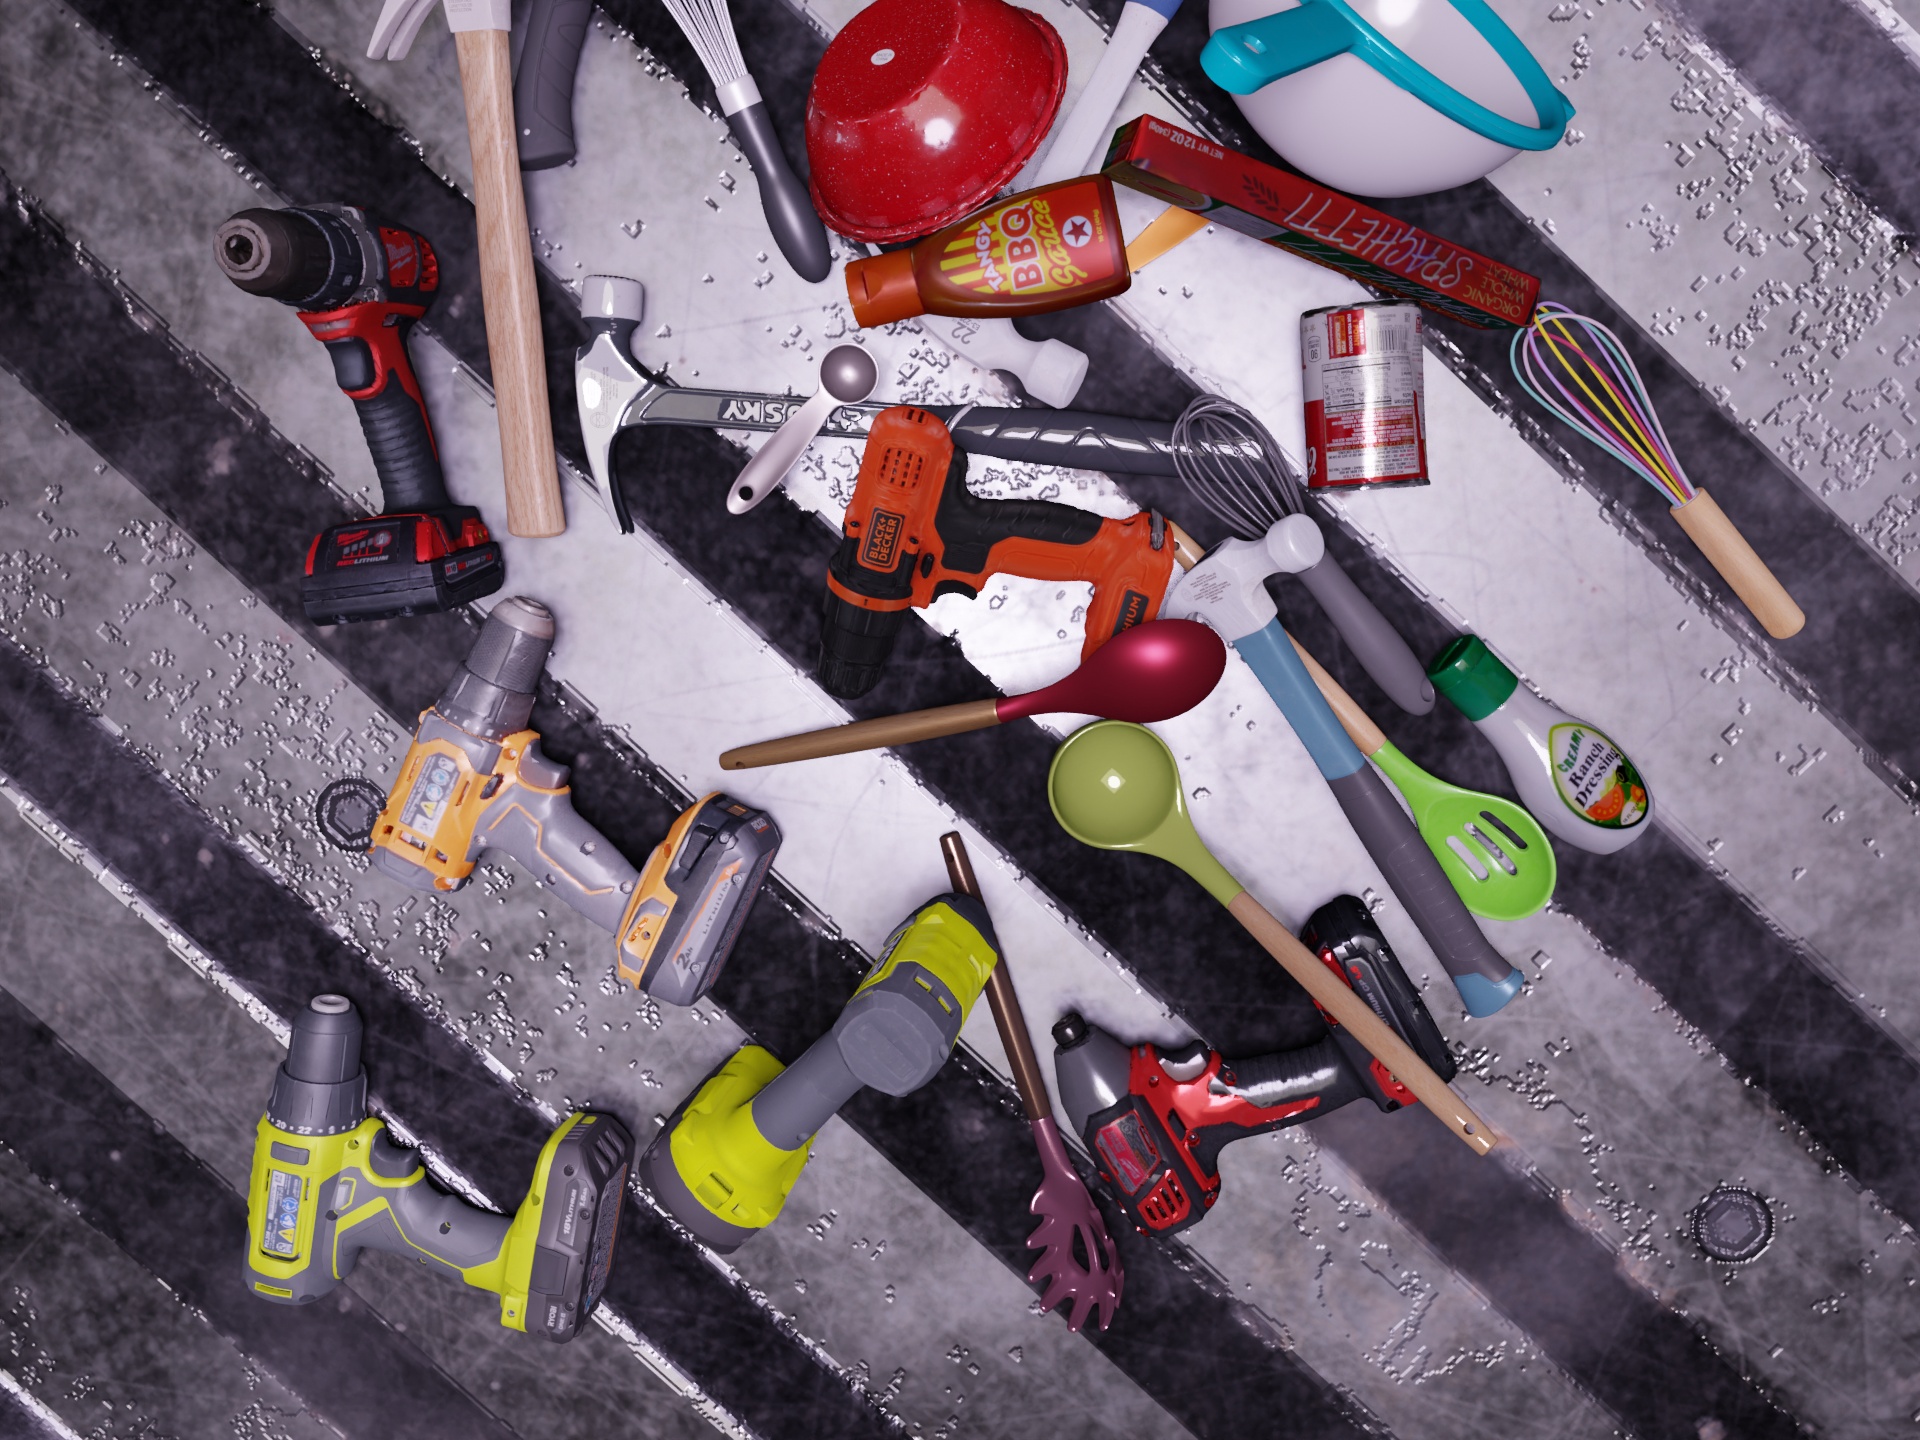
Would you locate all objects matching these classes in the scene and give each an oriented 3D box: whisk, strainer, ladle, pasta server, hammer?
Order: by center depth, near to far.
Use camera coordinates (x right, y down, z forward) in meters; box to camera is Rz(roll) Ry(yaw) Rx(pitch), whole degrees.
[{"bbox_3d":[0.172,-0.313,0.782,0.211,0.340,0.095,45,131,4],"label":"strainer"},{"bbox_3d":[-0.137,-0.377,0.878,0.070,0.070,0.284,-22,110,6],"label":"whisk"},{"bbox_3d":[0.092,-0.384,0.878,0.144,0.035,0.405,30,95,8],"label":"hammer"},{"bbox_3d":[0.169,0.117,0.884,0.078,0.062,0.320,-49,65,9],"label":"ladle"},{"bbox_3d":[-0.213,-0.479,0.898,0.146,0.035,0.334,16,99,1],"label":"hammer"},{"bbox_3d":[0.199,-0.088,0.902,0.055,0.055,0.238,-40,108,8],"label":"whisk"},{"bbox_3d":[0.397,-0.140,0.902,0.051,0.047,0.245,-41,97,7],"label":"whisk"},{"bbox_3d":[-0.262,-0.269,0.908,0.130,0.031,0.331,4,108,20],"label":"hammer"},{"bbox_3d":[0.230,0.039,0.916,0.128,0.033,0.331,-21,109,50],"label":"hammer"},{"bbox_3d":[-0.001,-0.003,0.919,0.315,0.031,0.069,-11,129,21],"label":"ladle"},{"bbox_3d":[-0.023,-0.168,0.929,0.409,0.036,0.149,6,99,3],"label":"hammer"},{"bbox_3d":[0.038,0.220,0.976,0.060,0.040,0.316,-15,96,29],"label":"pasta server"}]

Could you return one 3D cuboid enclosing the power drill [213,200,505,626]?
[{"bbox_3d":[-0.332,-0.170,0.875,0.080,0.188,0.226,-6,101,5],"label":"power drill"}]

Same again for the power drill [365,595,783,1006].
[{"bbox_3d":[-0.223,0.047,0.951,0.226,0.084,0.185,26,97,4],"label":"power drill"}]

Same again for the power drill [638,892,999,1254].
[{"bbox_3d":[-0.071,0.193,0.914,0.080,0.171,0.223,45,114,-3],"label":"power drill"}]

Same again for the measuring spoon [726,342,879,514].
[{"bbox_3d":[-0.092,-0.166,0.912,0.034,0.018,0.124,42,106,-8],"label":"measuring spoon"}]

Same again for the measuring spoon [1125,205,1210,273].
[{"bbox_3d":[0.120,-0.282,0.918,0.117,0.011,0.021,-37,93,4],"label":"measuring spoon"}]

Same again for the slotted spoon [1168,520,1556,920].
[{"bbox_3d":[0.229,-0.004,0.938,0.314,0.031,0.070,45,118,-1],"label":"slotted spoon"}]

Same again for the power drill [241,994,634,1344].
[{"bbox_3d":[-0.328,0.282,0.990,0.228,0.080,0.190,12,99,5],"label":"power drill"}]

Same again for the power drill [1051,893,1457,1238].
[{"bbox_3d":[0.166,0.201,0.949,0.219,0.078,0.143,-31,94,10],"label":"power drill"}]
